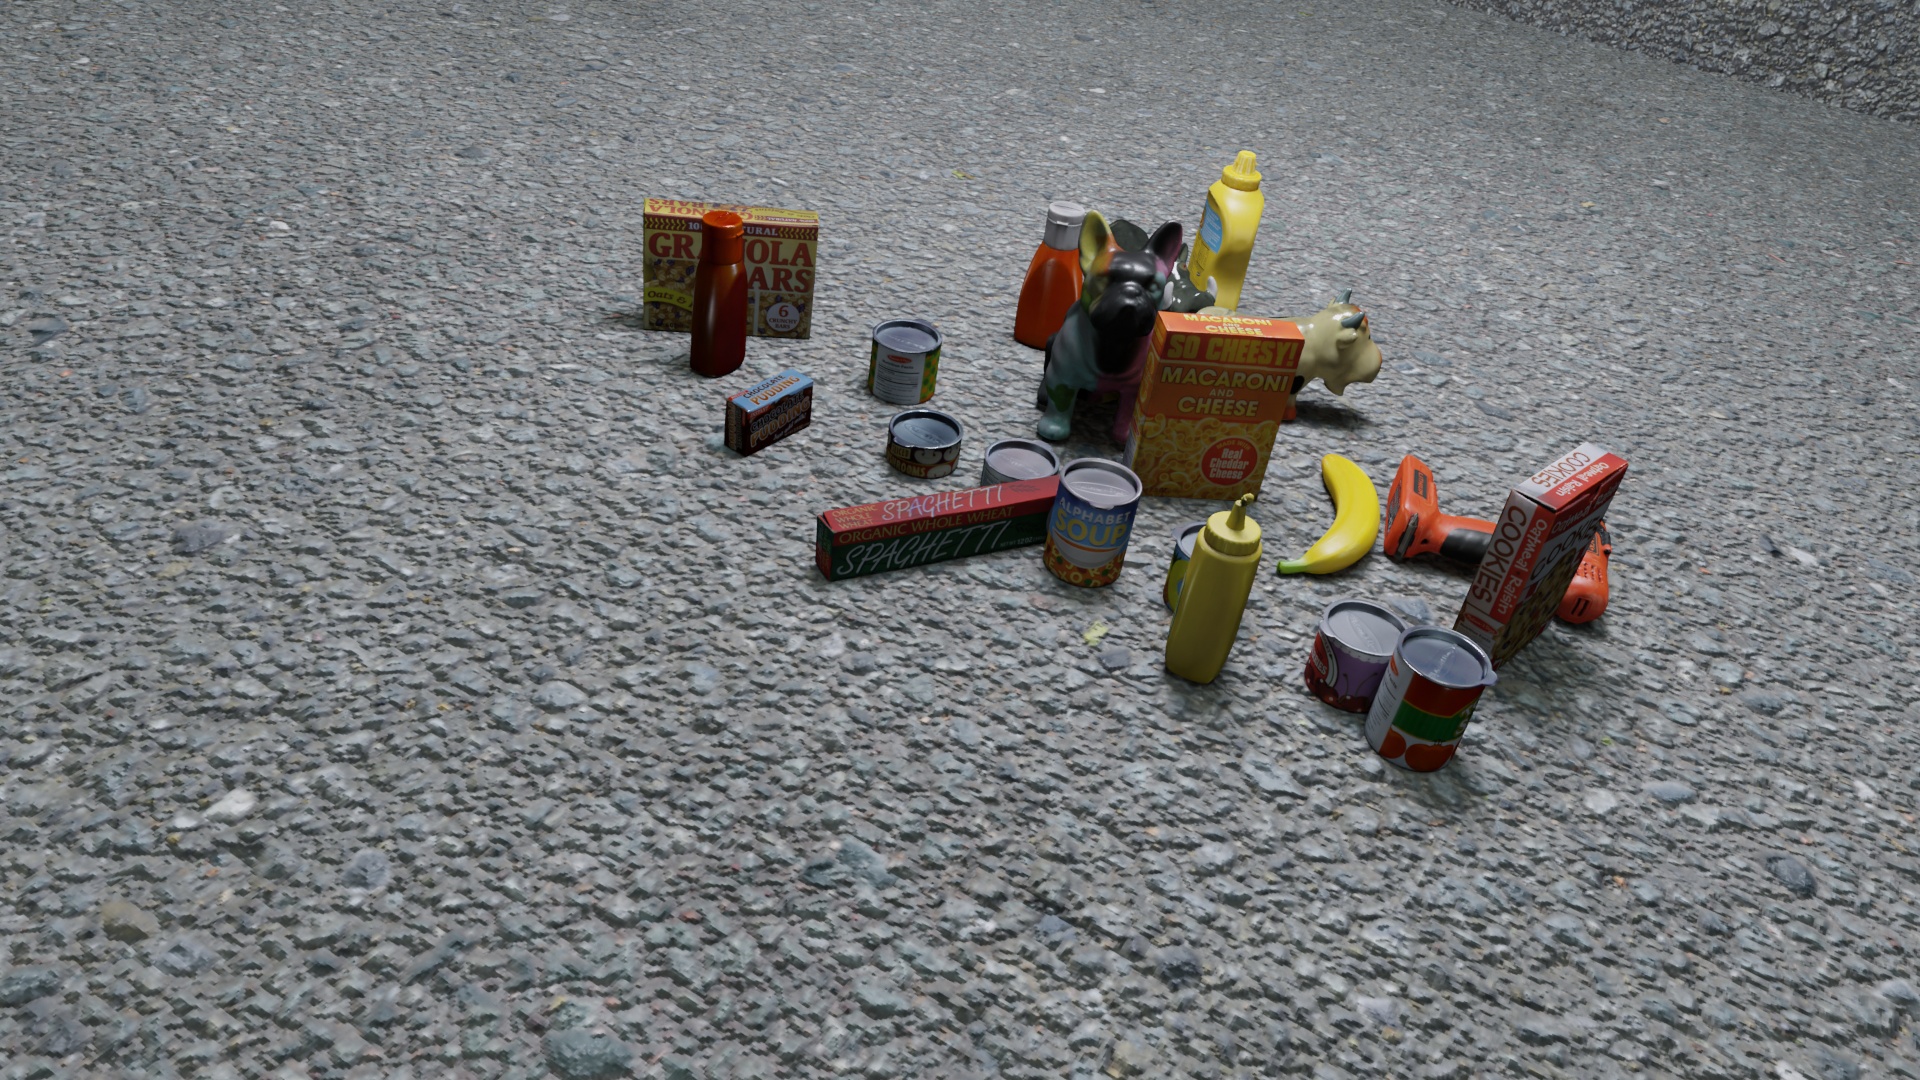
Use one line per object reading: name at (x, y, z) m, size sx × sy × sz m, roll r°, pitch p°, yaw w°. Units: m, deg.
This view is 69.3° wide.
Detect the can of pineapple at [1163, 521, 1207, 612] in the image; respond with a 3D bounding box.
can of pineapple at (0.197, 0.026, 1.103) m, size 0.071 × 0.057 × 0.071 m, roll 6°, pitch 35°, yaw -4°

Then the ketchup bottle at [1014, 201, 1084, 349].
ketchup bottle at (0.096, -0.267, 1.409) m, size 0.065 × 0.148 × 0.044 m, roll 14°, pitch 36°, yaw 6°

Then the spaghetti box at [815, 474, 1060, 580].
spaghetti box at (0.004, -0.014, 1.121) m, size 0.251 × 0.049 × 0.029 m, roll -10°, pitch 40°, yaw -25°

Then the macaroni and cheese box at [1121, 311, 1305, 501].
macaroni and cheese box at (0.216, -0.115, 1.210) m, size 0.124 × 0.165 × 0.040 m, roll 3°, pitch 36°, yaw -9°

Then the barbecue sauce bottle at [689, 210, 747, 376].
barbecue sauce bottle at (-0.222, -0.229, 1.284) m, size 0.044 × 0.147 × 0.065 m, roll 19°, pitch 37°, yaw 14°

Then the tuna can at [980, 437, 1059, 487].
tuna can at (0.053, -0.059, 1.210) m, size 0.071 × 0.032 × 0.071 m, roll 6°, pitch 36°, yaw -4°

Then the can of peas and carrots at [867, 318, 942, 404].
can of peas and carrots at (-0.052, -0.171, 1.319) m, size 0.071 × 0.058 × 0.071 m, roll 6°, pitch 35°, yaw -4°

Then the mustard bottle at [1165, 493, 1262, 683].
mustard bottle at (0.188, 0.028, 1.009) m, size 0.049 × 0.159 × 0.066 m, roll 19°, pitch 36°, yaw 13°

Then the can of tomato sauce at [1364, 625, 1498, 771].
can of tomato sauce at (0.334, 0.114, 0.990) m, size 0.071 × 0.082 × 0.071 m, roll 6°, pitch 35°, yaw -4°

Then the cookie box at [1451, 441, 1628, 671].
cookie box at (0.444, 0.017, 1.077) m, size 0.123 × 0.166 × 0.040 m, roll -25°, pitch 47°, yaw -38°

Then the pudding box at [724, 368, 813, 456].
pudding box at (-0.168, -0.114, 1.221) m, size 0.030 × 0.049 × 0.084 m, roll 30°, pitch 40°, yaw 26°

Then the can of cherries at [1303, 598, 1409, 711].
can of cherries at (0.294, 0.086, 1.041) m, size 0.071 × 0.058 × 0.072 m, roll 6°, pitch 35°, yaw -4°

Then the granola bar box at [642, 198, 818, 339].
granola bar box at (-0.224, -0.263, 1.351) m, size 0.166 × 0.123 × 0.039 m, roll 2°, pitch 36°, yaw -10°

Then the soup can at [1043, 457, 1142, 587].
soup can at (0.105, -0.013, 1.113) m, size 0.071 × 0.083 × 0.072 m, roll 6°, pitch 35°, yaw -4°

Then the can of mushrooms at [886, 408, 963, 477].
can of mushrooms at (-0.034, -0.085, 1.226) m, size 0.071 × 0.033 × 0.071 m, roll 6°, pitch 36°, yaw -4°
